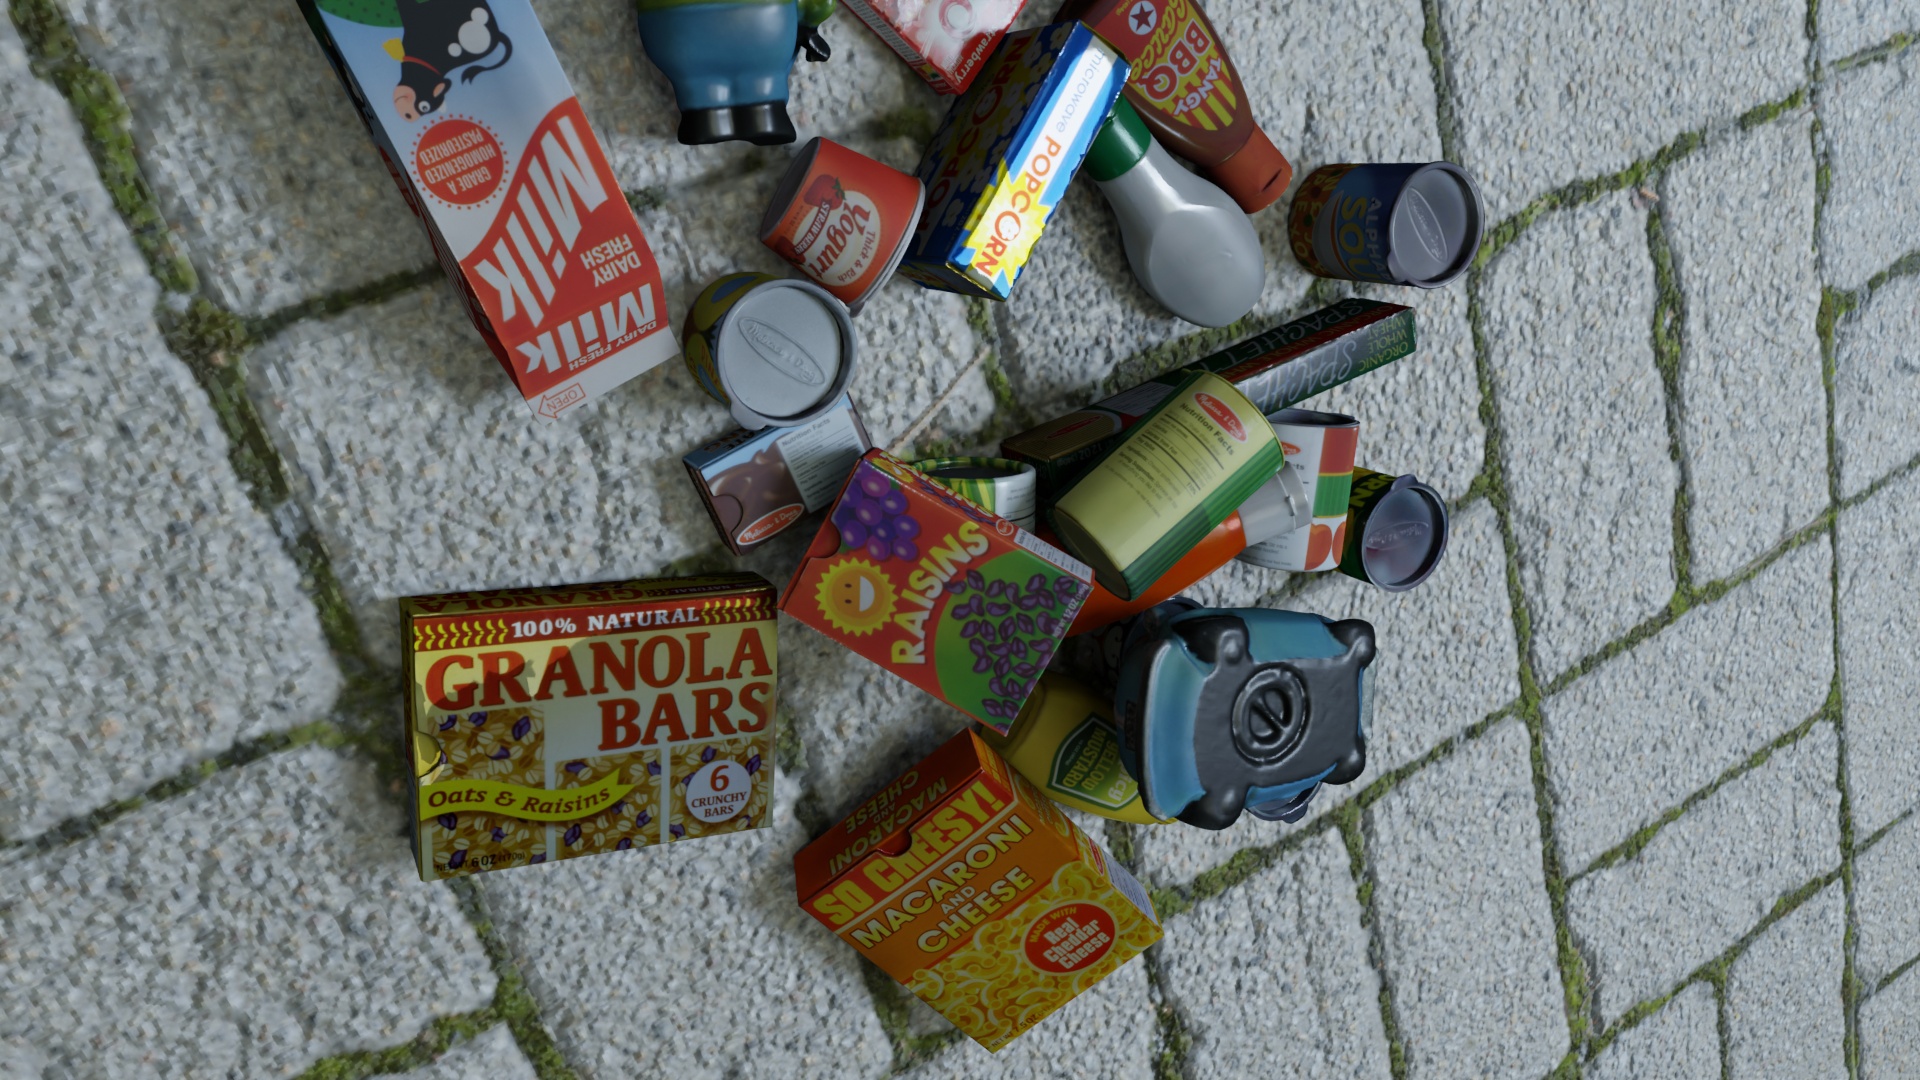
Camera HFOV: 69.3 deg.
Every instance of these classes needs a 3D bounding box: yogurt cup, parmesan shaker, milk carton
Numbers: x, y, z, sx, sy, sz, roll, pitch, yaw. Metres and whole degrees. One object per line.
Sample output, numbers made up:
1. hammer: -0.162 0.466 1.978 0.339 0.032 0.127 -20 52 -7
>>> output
1. yogurt cup: -0.056 -0.148 0.636 0.054 0.072 0.072 27 90 -22
2. parmesan shaker: 0.098 -0.028 0.686 0.103 0.071 0.071 -41 117 -9
3. milk carton: -0.185 -0.145 0.563 0.072 0.073 0.190 -32 115 -17

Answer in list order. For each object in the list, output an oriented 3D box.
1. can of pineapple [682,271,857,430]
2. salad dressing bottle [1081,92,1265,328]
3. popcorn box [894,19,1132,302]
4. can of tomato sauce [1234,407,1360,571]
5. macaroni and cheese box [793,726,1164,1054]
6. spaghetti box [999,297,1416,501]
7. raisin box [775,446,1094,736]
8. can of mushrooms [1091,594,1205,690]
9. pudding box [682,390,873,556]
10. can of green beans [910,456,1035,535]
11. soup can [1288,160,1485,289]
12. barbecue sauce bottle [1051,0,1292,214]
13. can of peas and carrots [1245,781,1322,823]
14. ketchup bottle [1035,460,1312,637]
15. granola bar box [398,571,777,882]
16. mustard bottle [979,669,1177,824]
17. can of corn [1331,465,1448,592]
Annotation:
1. can of pineapple: -0.090 -0.087 0.635 0.071 0.058 0.070 -7 106 -25
2. salad dressing bottle: 0.102 -0.172 0.712 0.064 0.044 0.147 -39 125 12
3. popcorn box: 0.018 -0.178 0.652 0.038 0.085 0.126 30 88 -31
4. can of tomato sauce: 0.189 -0.030 0.789 0.071 0.071 0.083 -3 105 -27
5. macaroni and cheese box: 0.012 0.192 0.745 0.123 0.040 0.166 -39 119 11
6. spaghetti box: 0.142 -0.081 0.761 0.251 0.050 0.028 -23 114 -21
7. raisin box: -0.011 0.023 0.653 0.123 0.040 0.086 30 105 0
8. can of mushrooms: 0.109 0.062 0.790 0.071 0.033 0.071 -7 106 -26
9. pudding box: -0.085 -0.035 0.667 0.084 0.030 0.049 -31 116 -17
10. can of green beans: 0.005 -0.009 0.699 0.071 0.071 0.057 -7 105 -26
11. soup can: 0.230 -0.173 0.764 0.071 0.084 0.071 -7 106 -25
12. barbecue sauce bottle: 0.115 -0.230 0.713 0.148 0.044 0.065 40 90 -29
13. can of peas and carrots: 0.175 0.126 0.825 0.071 0.059 0.070 -7 107 -25
14. ketchup bottle: 0.110 -0.001 0.738 0.149 0.043 0.064 -20 106 3
15. granola bar box: -0.169 0.083 0.648 0.166 0.039 0.124 -4 104 -27
16. mustard bottle: 0.087 0.126 0.785 0.160 0.049 0.065 28 94 -30
17. can of corn: 0.245 -0.011 0.827 0.071 0.058 0.071 -7 106 -25
